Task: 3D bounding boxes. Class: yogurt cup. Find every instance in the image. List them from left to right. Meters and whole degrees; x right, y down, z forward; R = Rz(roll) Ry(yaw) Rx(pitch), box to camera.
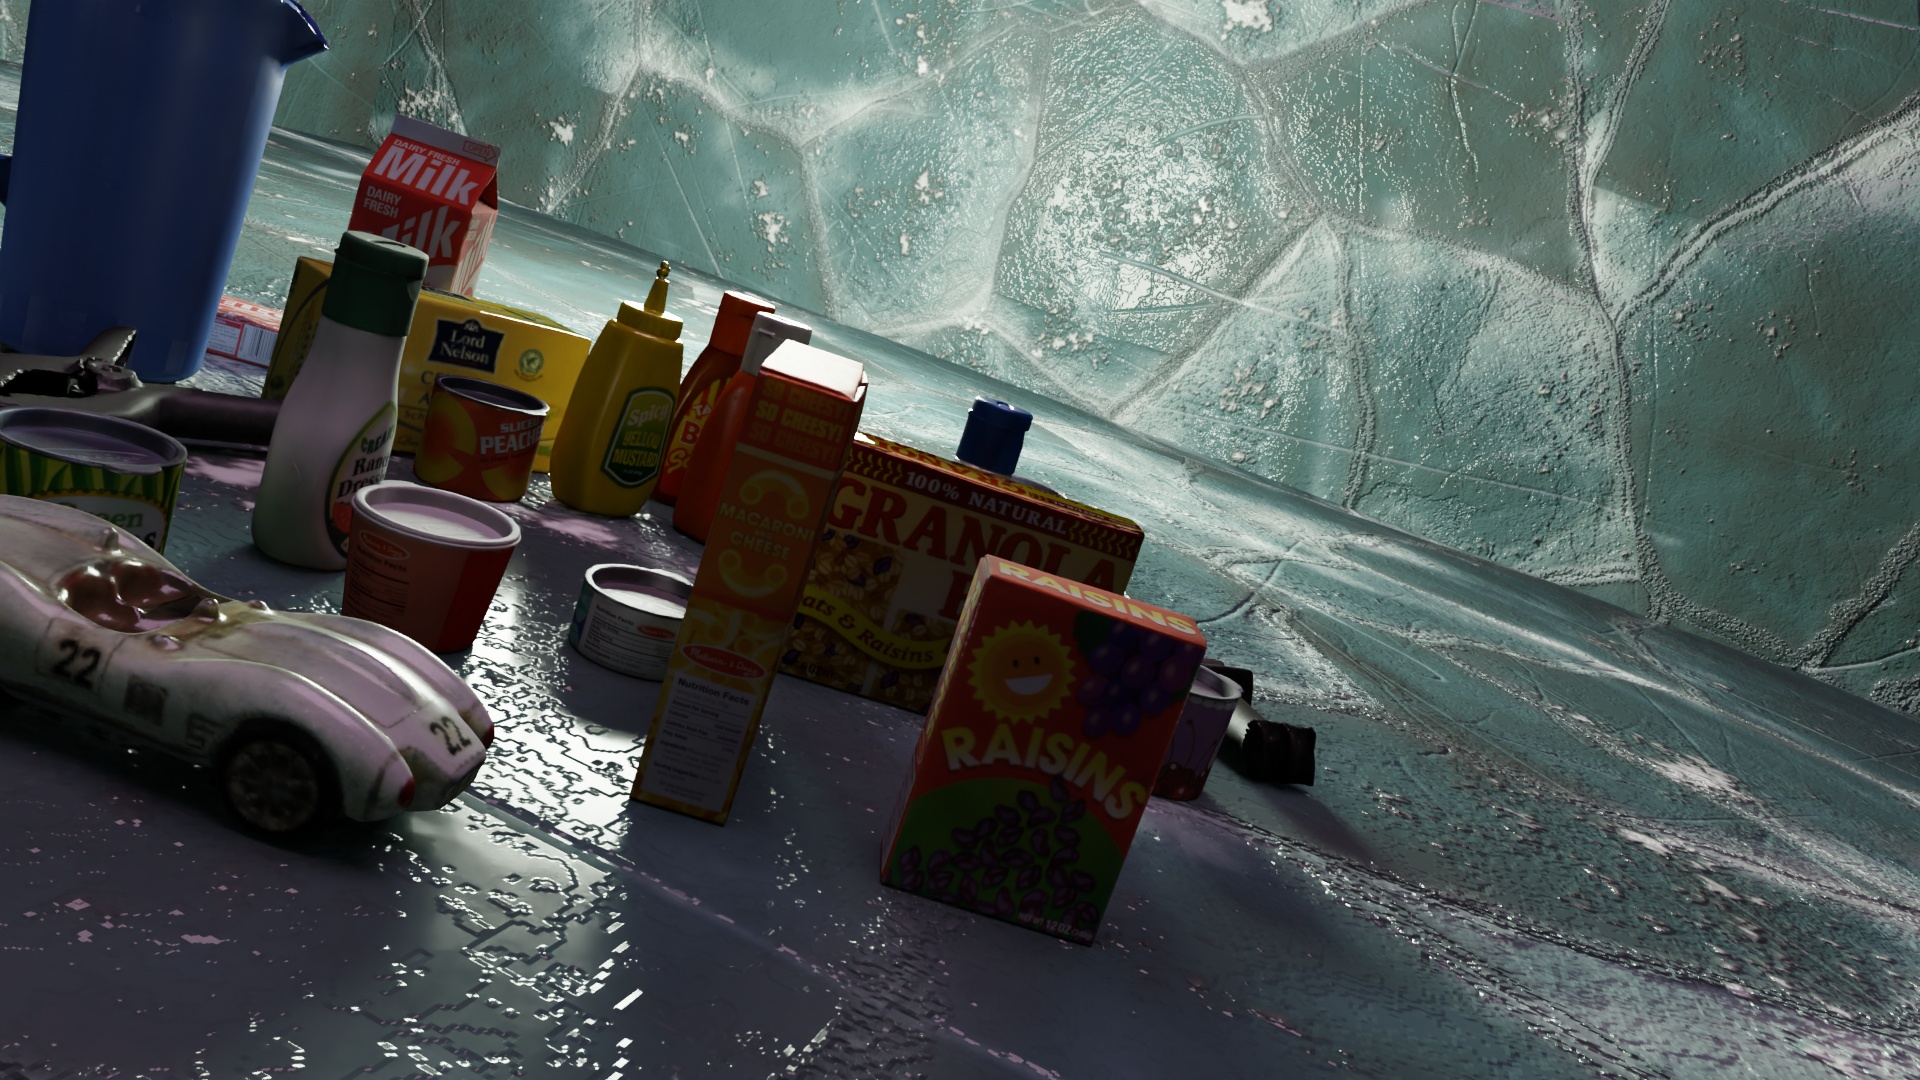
[{"bbox_3d":[-0.226,0.013,0.585,0.072,0.053,0.072,18,11,-4],"label":"yogurt cup"}]

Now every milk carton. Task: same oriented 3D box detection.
[{"bbox_3d":[-0.363,-0.179,0.919,0.072,0.190,0.073,17,11,-9],"label":"milk carton"}]

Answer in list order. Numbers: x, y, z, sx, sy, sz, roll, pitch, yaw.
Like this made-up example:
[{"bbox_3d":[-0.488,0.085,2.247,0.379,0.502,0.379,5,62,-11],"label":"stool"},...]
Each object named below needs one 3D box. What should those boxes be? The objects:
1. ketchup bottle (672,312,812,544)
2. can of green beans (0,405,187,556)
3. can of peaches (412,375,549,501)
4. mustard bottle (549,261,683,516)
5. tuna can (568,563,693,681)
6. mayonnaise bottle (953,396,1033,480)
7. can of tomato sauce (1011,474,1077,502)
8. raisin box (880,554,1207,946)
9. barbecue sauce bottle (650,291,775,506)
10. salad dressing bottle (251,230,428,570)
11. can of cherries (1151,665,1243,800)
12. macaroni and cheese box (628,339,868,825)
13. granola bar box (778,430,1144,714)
[{"bbox_3d":[-0.133,-0.068,0.876,0.065,0.148,0.043,23,11,19],"label":"ketchup bottle"},{"bbox_3d":[-0.333,-0.013,0.521,0.071,0.057,0.071,18,11,-4],"label":"can of green beans"},{"bbox_3d":[-0.283,-0.060,0.823,0.071,0.058,0.071,18,11,-4],"label":"can of peaches"},{"bbox_3d":[-0.204,-0.095,0.857,0.049,0.160,0.065,25,12,30],"label":"mustard bottle"},{"bbox_3d":[-0.146,0.037,0.649,0.071,0.032,0.071,18,11,-4],"label":"tuna can"},{"bbox_3d":[0.003,-0.010,0.824,0.041,0.147,0.065,18,11,-3],"label":"mayonnaise bottle"},{"bbox_3d":[0.037,-0.001,0.999,0.071,0.083,0.071,18,11,-4],"label":"can of tomato sauce"},{"bbox_3d":[0.029,0.077,0.516,0.086,0.123,0.040,18,11,-4],"label":"raisin box"},{"bbox_3d":[-0.165,-0.093,0.945,0.065,0.148,0.044,15,11,-20],"label":"barbecue sauce bottle"},{"bbox_3d":[-0.275,-0.062,0.620,0.044,0.147,0.064,19,11,1],"label":"salad dressing bottle"},{"bbox_3d":[0.107,0.095,0.722,0.071,0.058,0.071,18,11,-4],"label":"can of cherries"},{"bbox_3d":[-0.079,0.009,0.551,0.040,0.166,0.124,18,11,-6],"label":"macaroni and cheese box"},{"bbox_3d":[-0.006,0.025,0.702,0.166,0.124,0.039,17,11,-7],"label":"granola bar box"}]
